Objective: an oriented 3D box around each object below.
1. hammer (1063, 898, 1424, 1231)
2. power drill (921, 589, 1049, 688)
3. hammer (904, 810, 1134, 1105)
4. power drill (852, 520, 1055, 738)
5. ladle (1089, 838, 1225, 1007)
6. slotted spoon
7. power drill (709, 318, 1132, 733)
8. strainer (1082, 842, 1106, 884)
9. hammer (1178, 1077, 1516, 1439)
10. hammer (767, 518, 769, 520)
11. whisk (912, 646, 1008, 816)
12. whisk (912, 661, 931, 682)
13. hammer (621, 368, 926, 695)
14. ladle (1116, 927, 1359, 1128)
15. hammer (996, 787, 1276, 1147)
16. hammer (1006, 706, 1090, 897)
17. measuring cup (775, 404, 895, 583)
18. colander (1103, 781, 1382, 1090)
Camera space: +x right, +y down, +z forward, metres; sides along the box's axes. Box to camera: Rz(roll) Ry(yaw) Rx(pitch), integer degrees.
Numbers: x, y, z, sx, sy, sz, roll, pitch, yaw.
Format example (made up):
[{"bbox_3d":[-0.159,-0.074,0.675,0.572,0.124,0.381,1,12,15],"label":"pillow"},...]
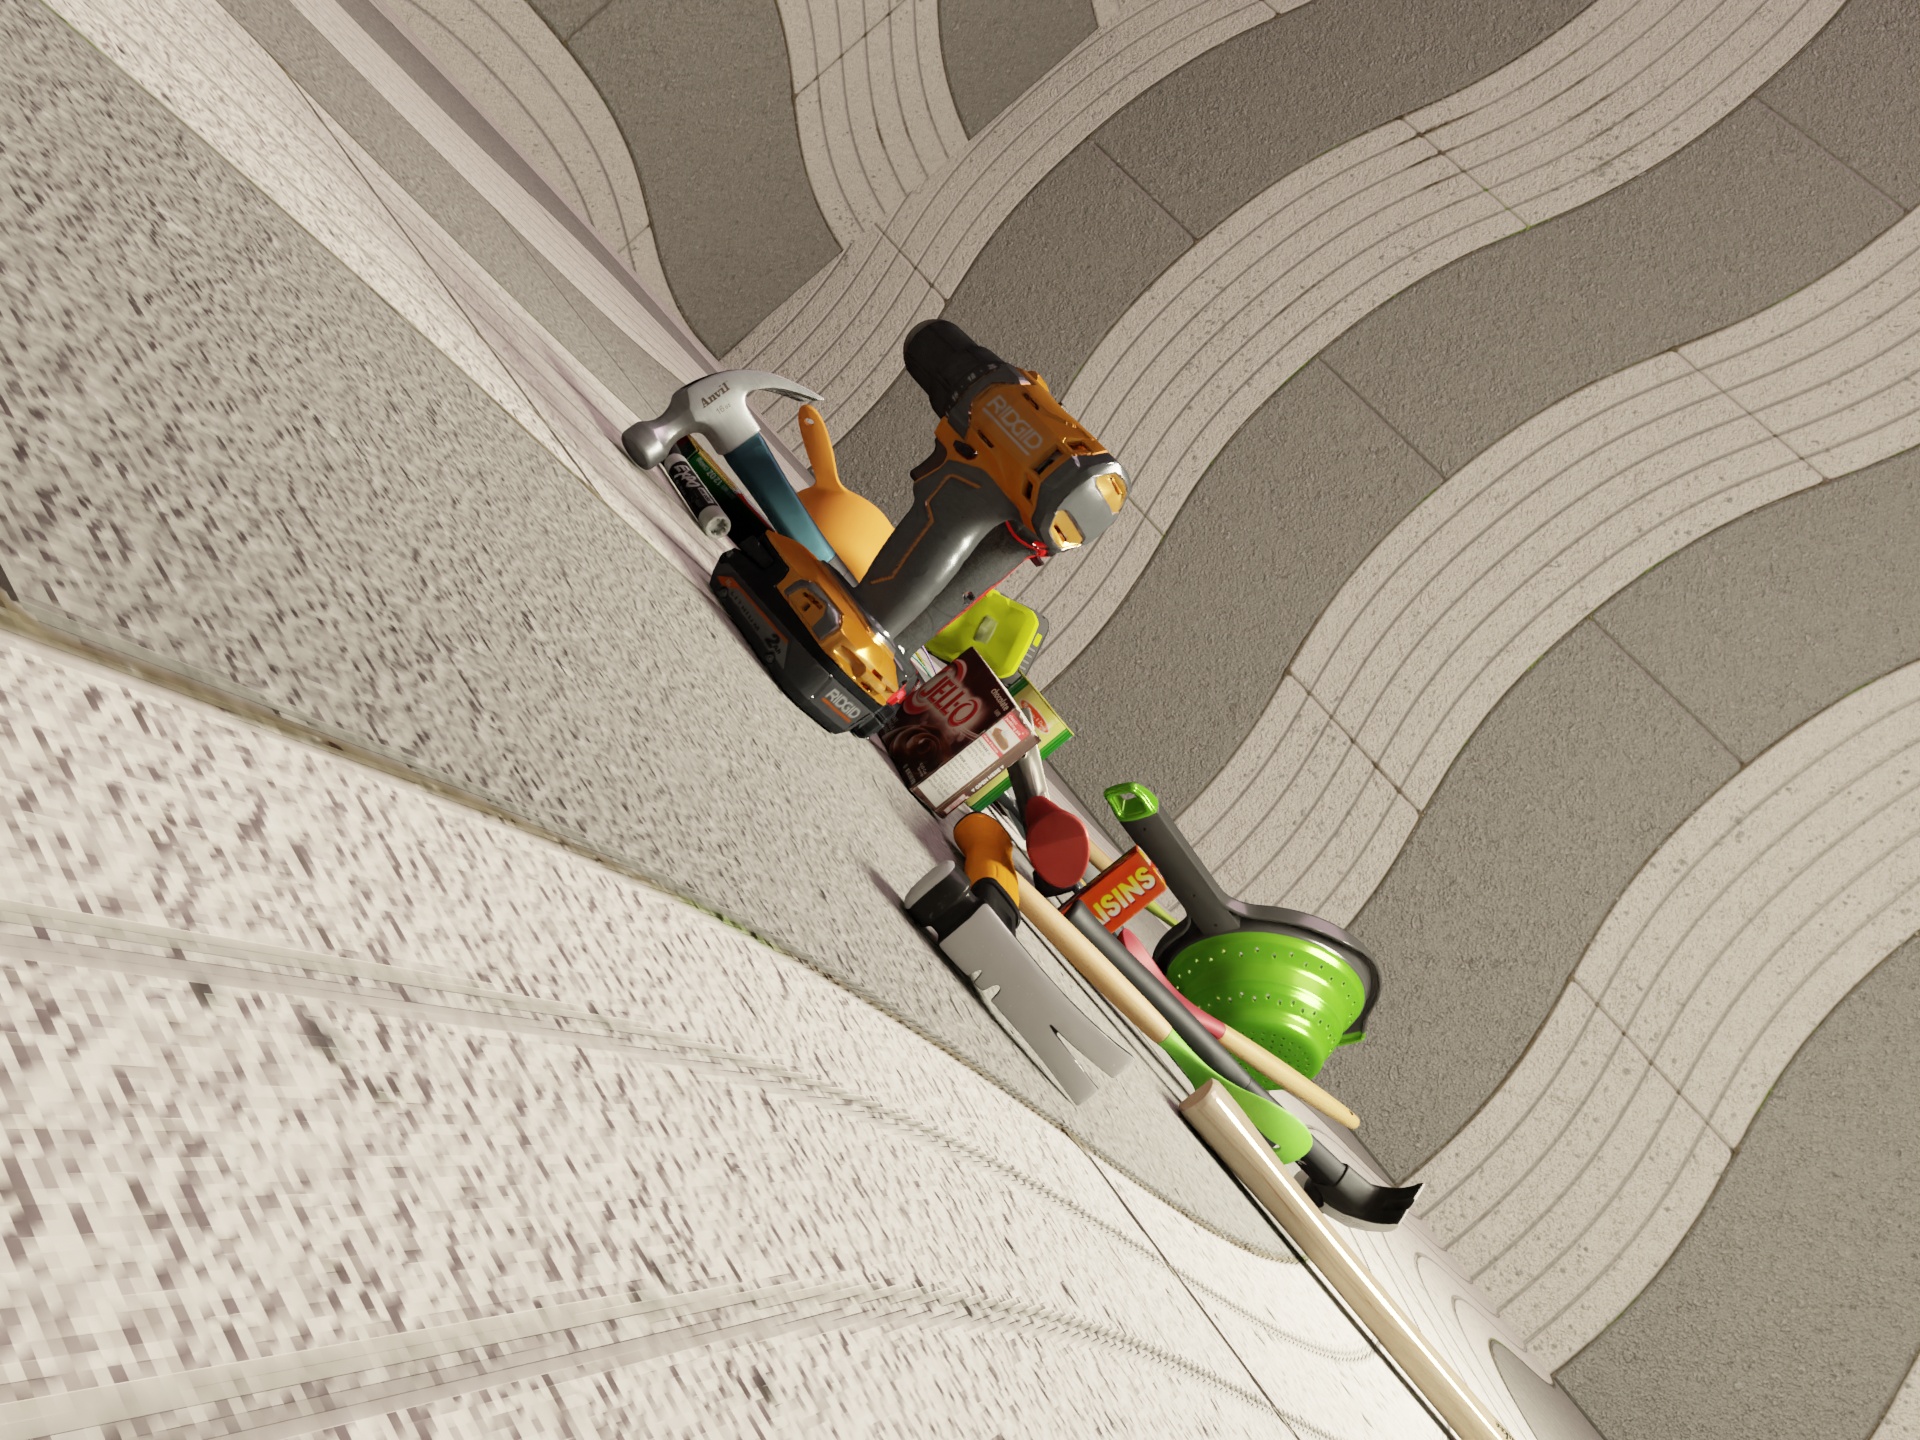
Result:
[{"bbox_3d":[0.188,0.248,1.131,0.334,0.035,0.146,45,-21,-10],"label":"hammer"},{"bbox_3d":[-0.025,-0.106,1.387,0.171,0.080,0.223,25,-2,37],"label":"power drill"},{"bbox_3d":[0.024,0.103,0.874,0.127,0.034,0.337,49,3,-5],"label":"hammer"},{"bbox_3d":[-0.002,-0.089,1.046,0.078,0.219,0.143,50,4,-2],"label":"power drill"},{"bbox_3d":[0.146,0.162,1.567,0.320,0.062,0.078,43,0,7],"label":"ladle"},{"bbox_3d":[0.117,0.194,1.068,0.313,0.070,0.031,45,47,-5],"label":"slotted spoon"},{"bbox_3d":[-0.037,-0.125,0.936,0.186,0.226,0.084,52,4,32],"label":"power drill"},{"bbox_3d":[0.117,0.133,1.702,0.086,0.050,0.259,55,-4,-21],"label":"strainer"},{"bbox_3d":[0.284,0.398,1.009,0.410,0.038,0.146,49,5,1],"label":"hammer"},{"bbox_3d":[-0.045,-0.040,1.516,0.405,0.035,0.144,49,4,-10],"label":"hammer"},{"bbox_3d":[-0.014,0.010,1.425,0.244,0.051,0.047,52,22,-36],"label":"whisk"},{"bbox_3d":[-0.051,-0.040,1.202,0.238,0.055,0.055,43,7,-30],"label":"whisk"},{"bbox_3d":[-0.092,-0.098,1.113,0.330,0.128,0.033,57,-20,-24],"label":"hammer"},{"bbox_3d":[0.220,0.255,1.255,0.315,0.031,0.069,37,26,-29],"label":"ladle"},{"bbox_3d":[0.134,0.191,1.342,0.409,0.036,0.149,52,3,31],"label":"hammer"},{"bbox_3d":[0.055,0.061,1.083,0.359,0.036,0.149,52,24,-88],"label":"hammer"},{"bbox_3d":[-0.103,-0.152,1.166,0.095,0.052,0.173,9,-34,14],"label":"measuring cup"},{"bbox_3d":[0.223,0.207,1.359,0.396,0.204,0.095,51,37,-33],"label":"colander"}]
